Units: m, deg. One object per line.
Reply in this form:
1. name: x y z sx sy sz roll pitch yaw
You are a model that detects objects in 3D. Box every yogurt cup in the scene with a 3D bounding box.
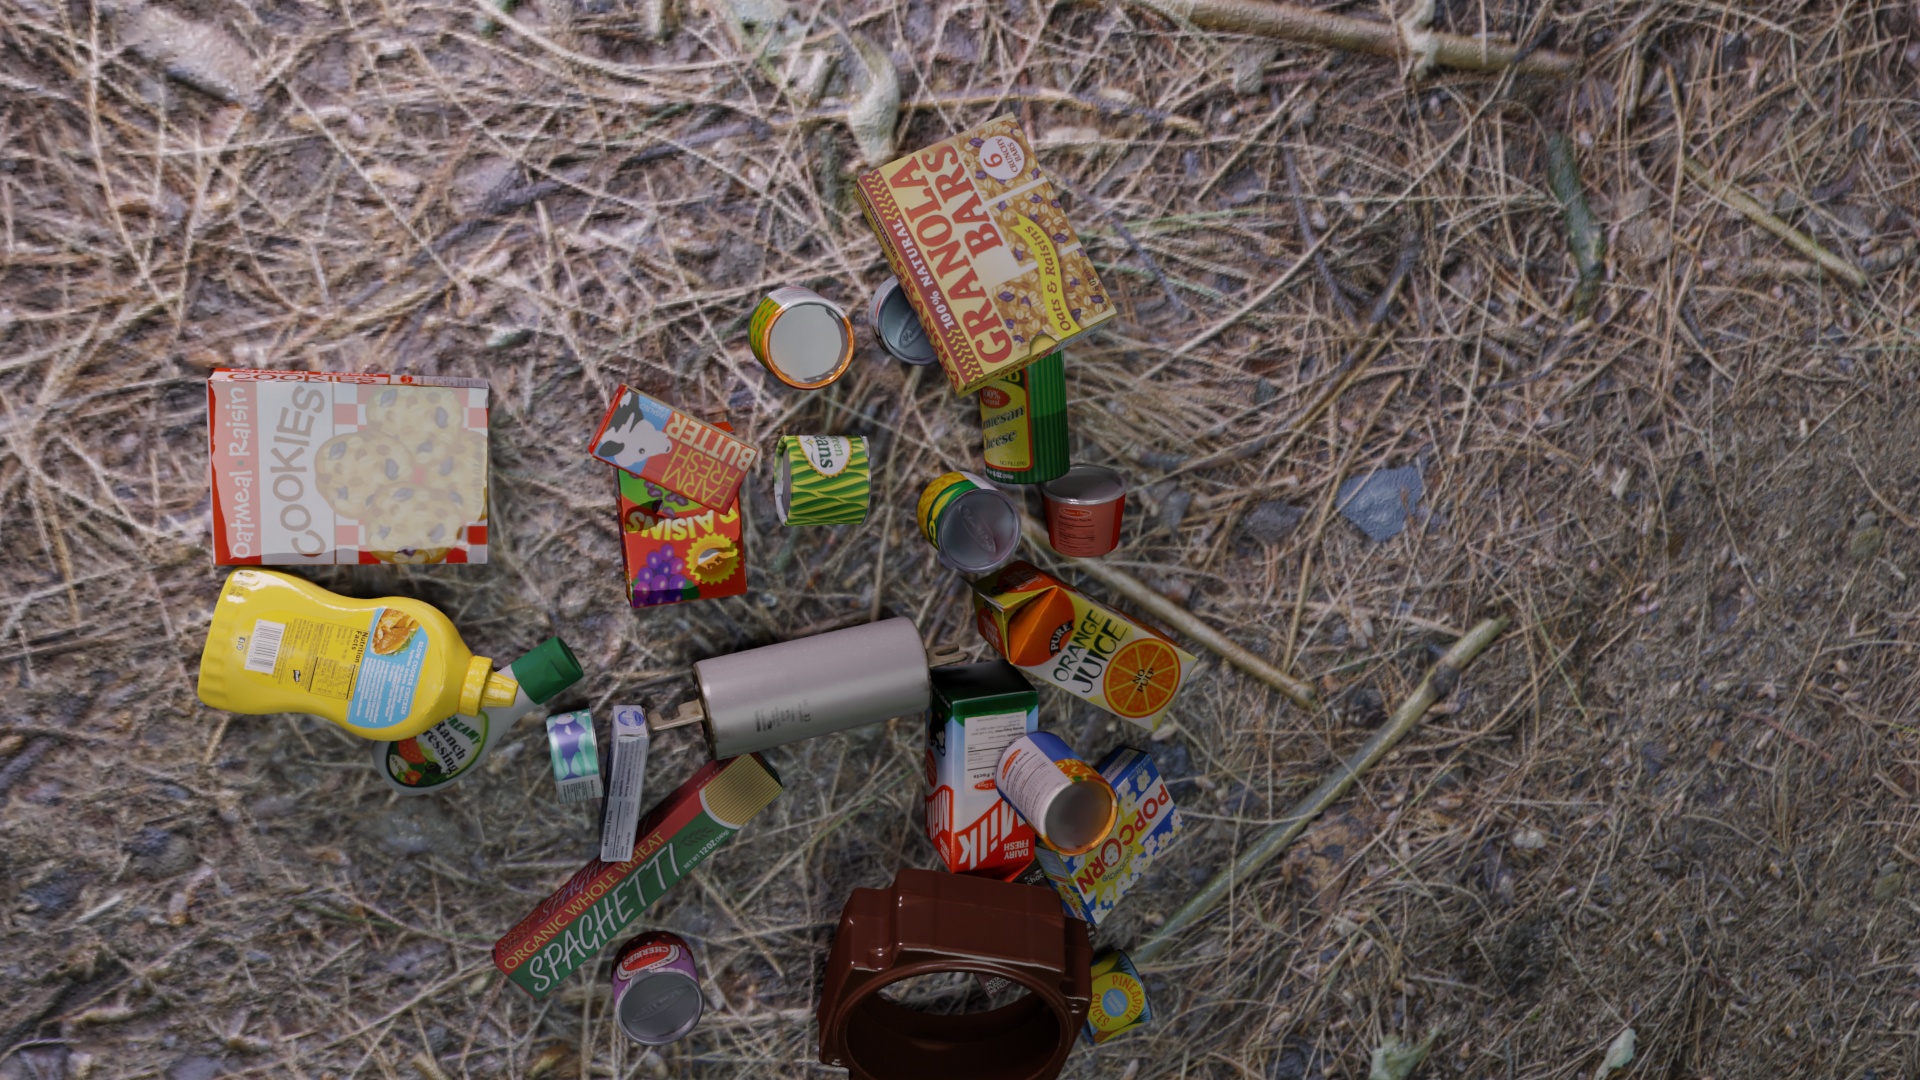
1. yogurt cup: 0.097 -0.022 1.089 0.072 0.072 0.053 -11 118 -16

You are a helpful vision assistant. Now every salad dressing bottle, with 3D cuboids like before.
1. salad dressing bottle: -0.341 0.122 0.985 0.148 0.044 0.064 -34 105 -8

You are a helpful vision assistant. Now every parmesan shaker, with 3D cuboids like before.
1. parmesan shaker: 0.049 -0.099 1.042 0.071 0.071 0.102 -11 110 -16

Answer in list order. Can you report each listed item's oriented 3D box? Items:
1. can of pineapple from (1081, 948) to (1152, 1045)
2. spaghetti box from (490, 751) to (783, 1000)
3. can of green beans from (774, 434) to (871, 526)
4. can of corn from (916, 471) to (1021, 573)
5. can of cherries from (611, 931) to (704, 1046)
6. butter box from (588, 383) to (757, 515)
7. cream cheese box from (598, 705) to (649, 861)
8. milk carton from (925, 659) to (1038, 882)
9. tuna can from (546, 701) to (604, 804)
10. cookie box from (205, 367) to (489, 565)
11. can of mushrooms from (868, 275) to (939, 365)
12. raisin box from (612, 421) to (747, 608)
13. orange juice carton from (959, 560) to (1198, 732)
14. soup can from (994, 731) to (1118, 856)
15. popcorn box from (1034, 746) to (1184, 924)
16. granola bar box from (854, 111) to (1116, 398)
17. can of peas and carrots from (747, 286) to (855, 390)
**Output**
1. can of pineapple: 0.129 0.404 1.228 0.058 0.071 0.070 -20 112 -13
2. spaghetti box: -0.247 0.252 1.068 0.250 0.029 0.050 -40 114 -4
3. can of green beans: -0.101 -0.044 1.009 0.058 0.071 0.071 -1 107 -19
4. can of corn: 0.004 -0.013 1.060 0.071 0.058 0.071 -6 108 -18
5. can of cherries: -0.238 0.347 1.084 0.071 0.058 0.071 -6 109 -17
6. butter box: -0.195 -0.062 0.949 0.103 0.024 0.053 26 95 -25
7. cream cheese box: -0.250 0.180 1.031 0.024 0.053 0.103 6 104 -19
8. milk carton: 0.015 0.200 1.123 0.073 0.072 0.190 -5 107 -18
9. tuna can: -0.280 0.154 1.007 0.033 0.071 0.070 -9 109 -16
10. cookie box: -0.400 -0.047 0.915 0.168 0.040 0.122 0 106 -21
11. can of mushrooms: -0.031 -0.161 1.016 0.071 0.033 0.070 -6 107 -18
12. raisin box: -0.202 -0.019 0.995 0.086 0.040 0.123 -8 107 -18
13. orange juice carton: 0.087 0.077 1.110 0.192 0.072 0.073 27 95 -25
14. soup can: 0.075 0.192 1.055 0.071 0.084 0.071 -7 108 -21
15. popcorn box: 0.126 0.247 1.171 0.127 0.038 0.085 -41 117 -29
16. granola bar box: 0.017 -0.202 0.979 0.124 0.039 0.165 -27 88 -12
17. can of peas and carrots: -0.112 -0.140 0.979 0.071 0.059 0.070 -6 108 -17
